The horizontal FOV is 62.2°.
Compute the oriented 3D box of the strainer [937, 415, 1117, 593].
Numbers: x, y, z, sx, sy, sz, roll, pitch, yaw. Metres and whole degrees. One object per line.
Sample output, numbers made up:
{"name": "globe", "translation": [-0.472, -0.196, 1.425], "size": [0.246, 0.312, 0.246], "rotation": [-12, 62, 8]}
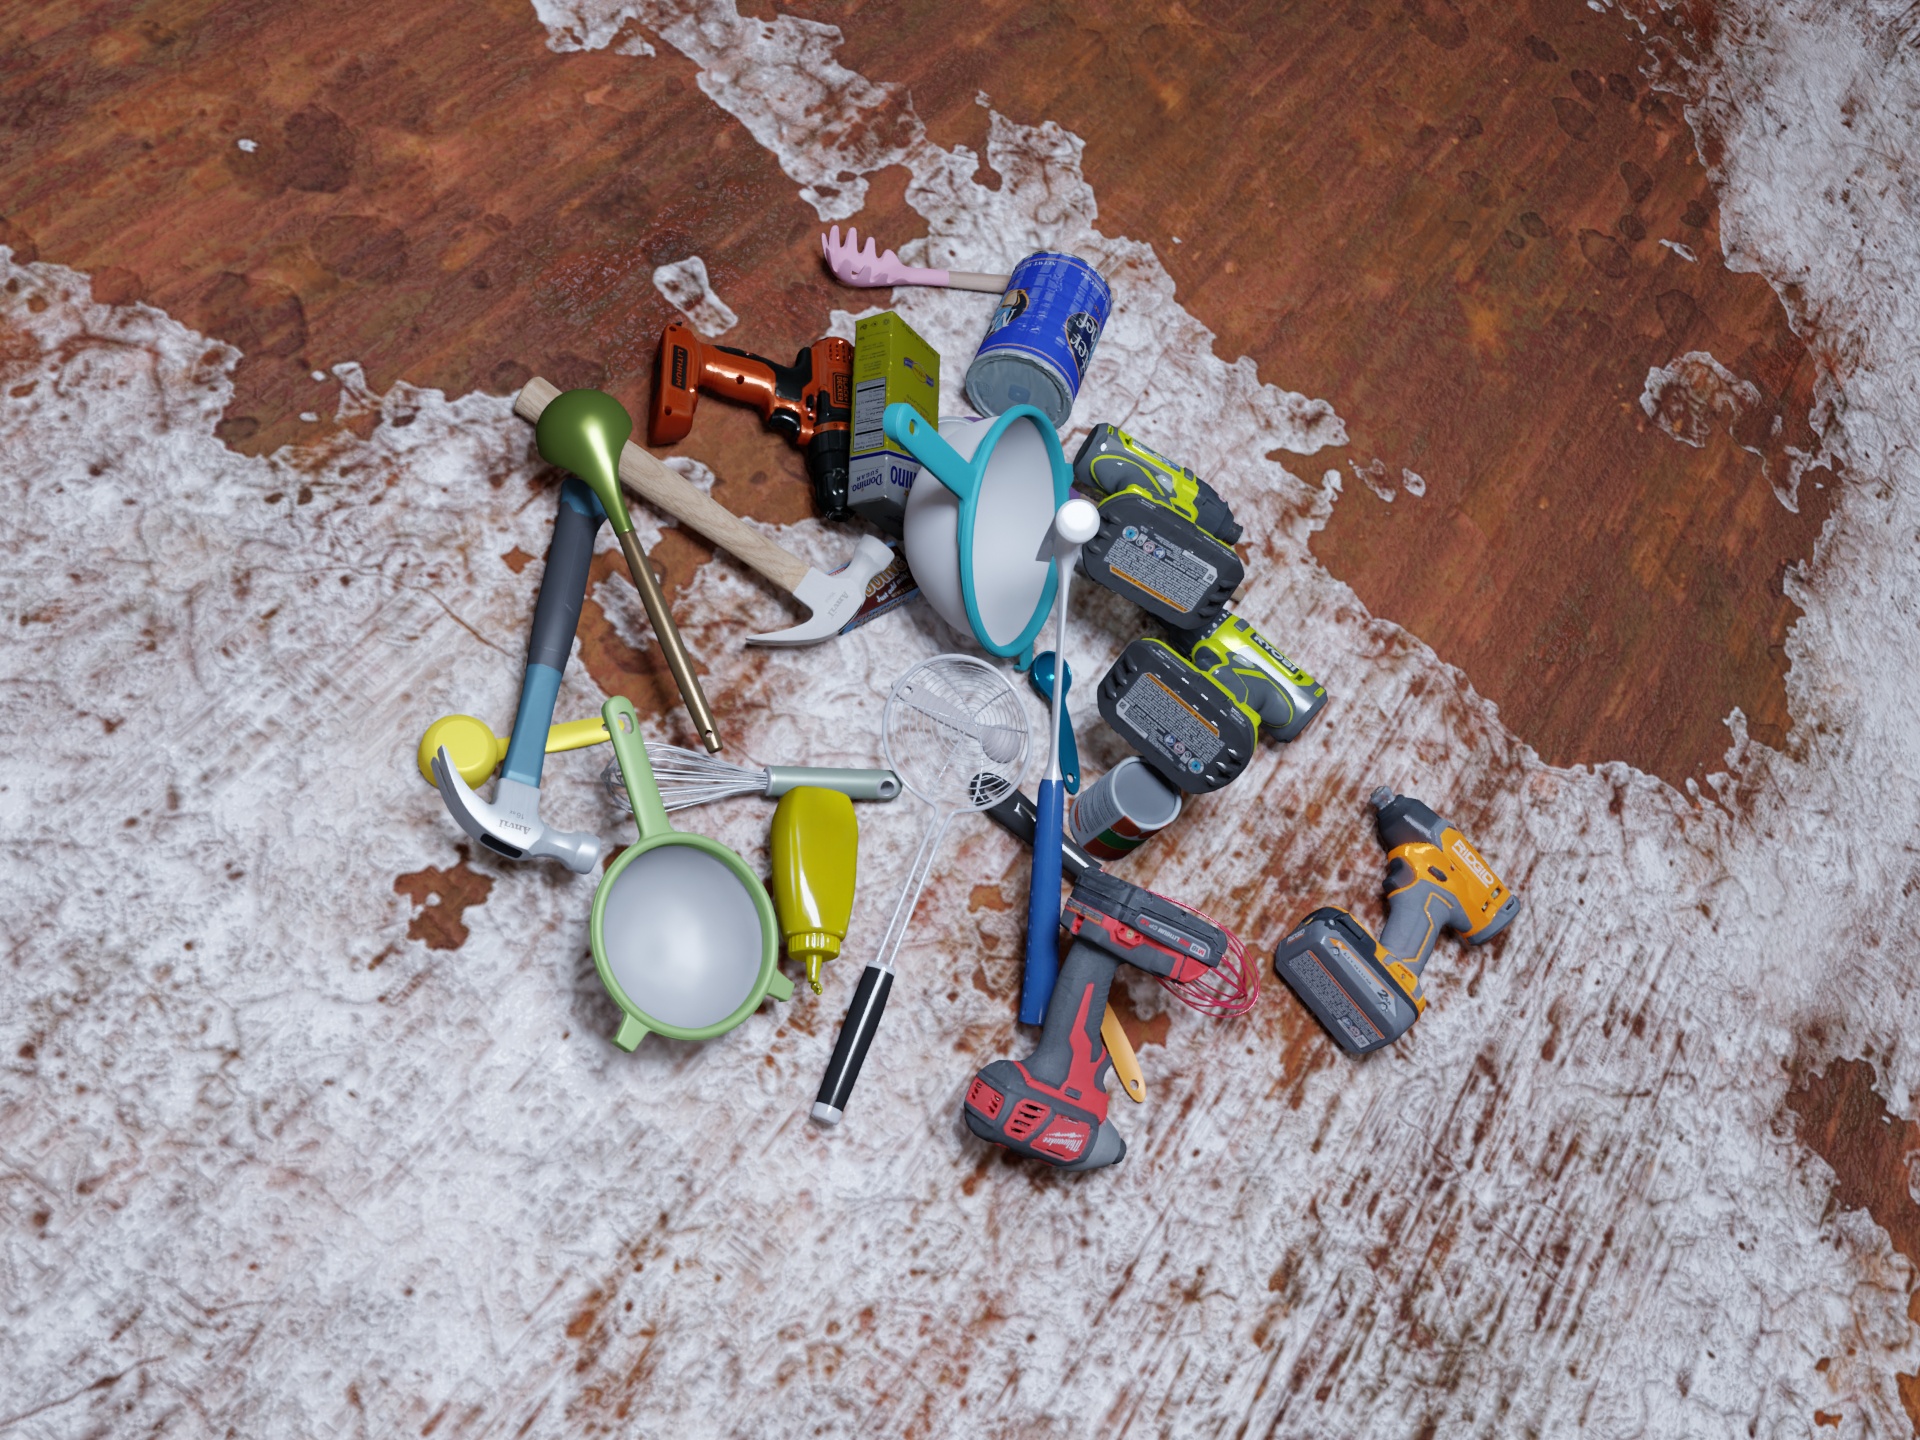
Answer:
{"name": "strainer", "translation": [0.048, -0.198, 1.446], "size": [0.258, 0.050, 0.087], "rotation": [37, 75, -6]}

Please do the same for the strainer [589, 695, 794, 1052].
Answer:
{"name": "strainer", "translation": [-0.228, 0.111, 1.163], "size": [0.151, 0.069, 0.256], "rotation": [-11, 80, -42]}

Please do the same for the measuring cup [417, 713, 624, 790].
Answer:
{"name": "measuring cup", "translation": [-0.329, 0.013, 1.204], "size": [0.156, 0.029, 0.062], "rotation": [-12, 72, -25]}

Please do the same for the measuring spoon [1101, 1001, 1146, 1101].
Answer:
{"name": "measuring spoon", "translation": [0.122, 0.255, 1.290], "size": [0.021, 0.011, 0.117], "rotation": [-18, 79, -28]}

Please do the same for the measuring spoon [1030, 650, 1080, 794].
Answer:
{"name": "measuring spoon", "translation": [0.083, 0.003, 1.385], "size": [0.042, 0.021, 0.129], "rotation": [-1, 76, -37]}

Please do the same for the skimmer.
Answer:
{"name": "skimmer", "translation": [-0.046, 0.125, 1.215], "size": [0.127, 0.090, 0.363], "rotation": [14, 67, 16]}

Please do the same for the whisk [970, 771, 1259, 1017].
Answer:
{"name": "whisk", "translation": [0.125, 0.140, 1.316], "size": [0.296, 0.073, 0.073], "rotation": [39, 59, 6]}

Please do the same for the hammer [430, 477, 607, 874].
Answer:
{"name": "hammer", "translation": [-0.314, -0.048, 1.217], "size": [0.128, 0.033, 0.331], "rotation": [20, 55, -24]}

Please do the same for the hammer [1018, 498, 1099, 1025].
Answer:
{"name": "hammer", "translation": [0.074, 0.036, 1.268], "size": [0.035, 0.144, 0.405], "rotation": [3, 88, -3]}

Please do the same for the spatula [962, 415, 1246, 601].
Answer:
{"name": "spatula", "translation": [0.132, -0.195, 1.488], "size": [0.316, 0.018, 0.060], "rotation": [30, 66, -6]}

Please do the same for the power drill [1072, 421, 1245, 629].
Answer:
{"name": "power drill", "translation": [0.182, -0.174, 1.408], "size": [0.171, 0.080, 0.223], "rotation": [29, 27, -9]}

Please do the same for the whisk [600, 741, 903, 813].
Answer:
{"name": "whisk", "translation": [-0.160, 0.047, 1.251], "size": [0.246, 0.059, 0.058], "rotation": [3, 103, -25]}

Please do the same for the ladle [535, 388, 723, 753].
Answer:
{"name": "ladle", "translation": [-0.251, -0.119, 1.250], "size": [0.078, 0.062, 0.320], "rotation": [-23, 82, -8]}

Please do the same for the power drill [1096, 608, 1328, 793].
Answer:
{"name": "power drill", "translation": [0.208, -0.039, 1.376], "size": [0.190, 0.080, 0.228], "rotation": [42, 30, 10]}

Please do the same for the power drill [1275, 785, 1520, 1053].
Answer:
{"name": "power drill", "translation": [0.376, 0.165, 1.392], "size": [0.226, 0.084, 0.164], "rotation": [-36, 83, -35]}

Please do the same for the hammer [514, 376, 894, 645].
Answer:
{"name": "hammer", "translation": [-0.226, -0.177, 1.314], "size": [0.331, 0.031, 0.130], "rotation": [34, 81, 2]}

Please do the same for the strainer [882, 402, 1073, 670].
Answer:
{"name": "strainer", "translation": [-0.013, -0.178, 1.289], "size": [0.095, 0.340, 0.211], "rotation": [8, 79, 26]}

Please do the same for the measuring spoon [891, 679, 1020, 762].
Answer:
{"name": "measuring spoon", "translation": [-0.002, -0.004, 1.349], "size": [0.124, 0.018, 0.034], "rotation": [29, 60, -7]}

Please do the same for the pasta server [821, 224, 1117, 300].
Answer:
{"name": "pasta server", "translation": [0.014, -0.431, 1.536], "size": [0.316, 0.040, 0.060], "rotation": [-1, 50, -24]}

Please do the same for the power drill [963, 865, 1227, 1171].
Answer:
{"name": "power drill", "translation": [0.106, 0.236, 1.214], "size": [0.143, 0.079, 0.220], "rotation": [30, 84, -29]}
